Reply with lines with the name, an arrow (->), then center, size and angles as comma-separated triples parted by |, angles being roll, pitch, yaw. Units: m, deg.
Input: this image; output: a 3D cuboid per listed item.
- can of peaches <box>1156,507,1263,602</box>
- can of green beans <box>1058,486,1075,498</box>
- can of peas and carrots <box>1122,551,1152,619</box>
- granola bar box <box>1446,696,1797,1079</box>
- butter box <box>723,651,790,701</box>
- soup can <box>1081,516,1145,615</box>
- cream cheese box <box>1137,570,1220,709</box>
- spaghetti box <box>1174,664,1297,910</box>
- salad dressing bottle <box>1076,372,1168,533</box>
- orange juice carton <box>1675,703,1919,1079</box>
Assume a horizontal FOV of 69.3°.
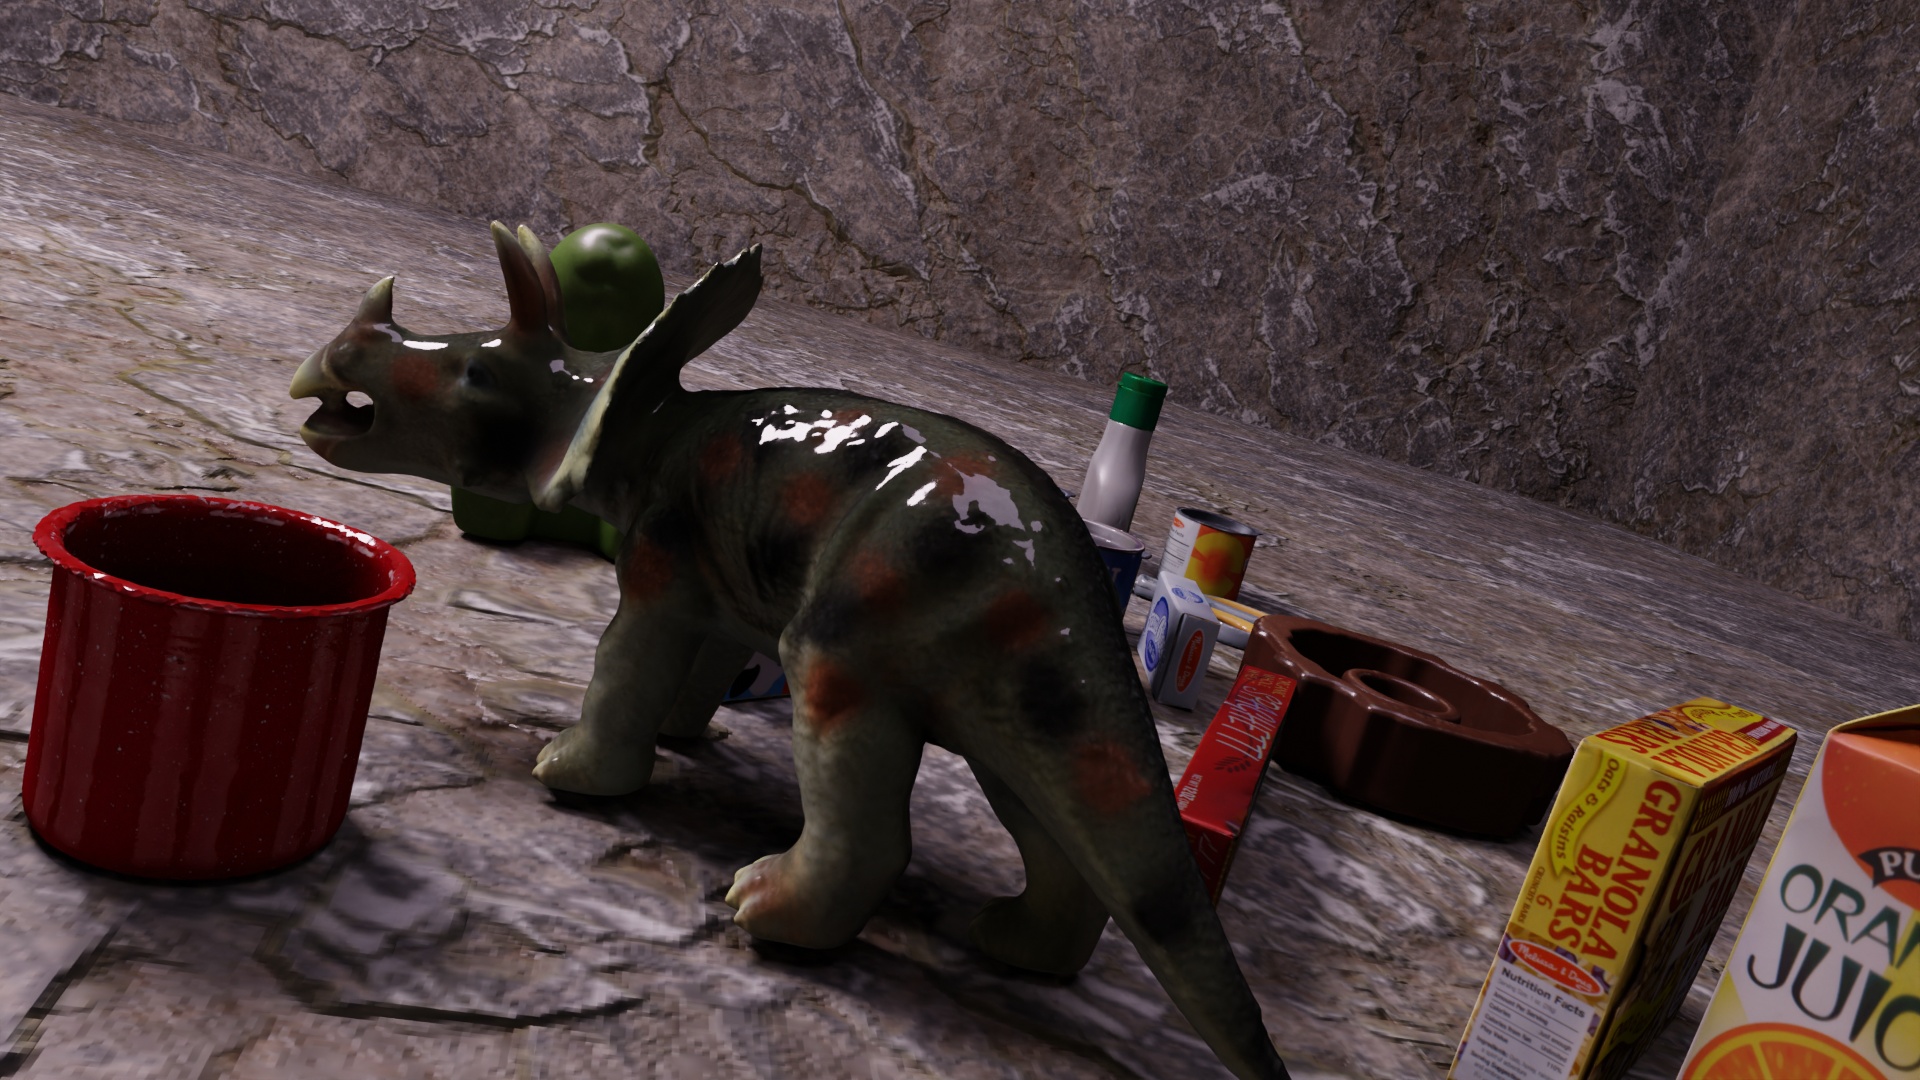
can of peaches -> 0.194, 0.012, 1.082 | 0.071, 0.058, 0.071 | 15, 12, -3
can of green beans -> 0.040, -0.015, 1.008 | 0.071, 0.057, 0.071 | 15, 12, -3
can of peas and carrots -> 0.079, 0.025, 0.874 | 0.071, 0.058, 0.071 | 15, 12, -3
granola bar box -> 0.236, 0.123, 0.483 | 0.039, 0.124, 0.166 | 25, 15, 37
butter box -> -0.070, 0.041, 0.624 | 0.024, 0.053, 0.104 | 25, 15, 36
soup can -> 0.055, 0.033, 0.749 | 0.071, 0.083, 0.071 | 15, 12, -3
cream cheese box -> 0.125, 0.056, 0.807 | 0.024, 0.053, 0.104 | 16, 12, -2
spaghetti box -> 0.113, 0.103, 0.589 | 0.029, 0.050, 0.251 | 19, 13, 15
salad dressing bottle -> 0.122, -0.055, 1.079 | 0.044, 0.147, 0.064 | 15, 12, -8
orange juice carton -> 0.273, 0.118, 0.388 | 0.072, 0.192, 0.073 | 8, 14, -34
